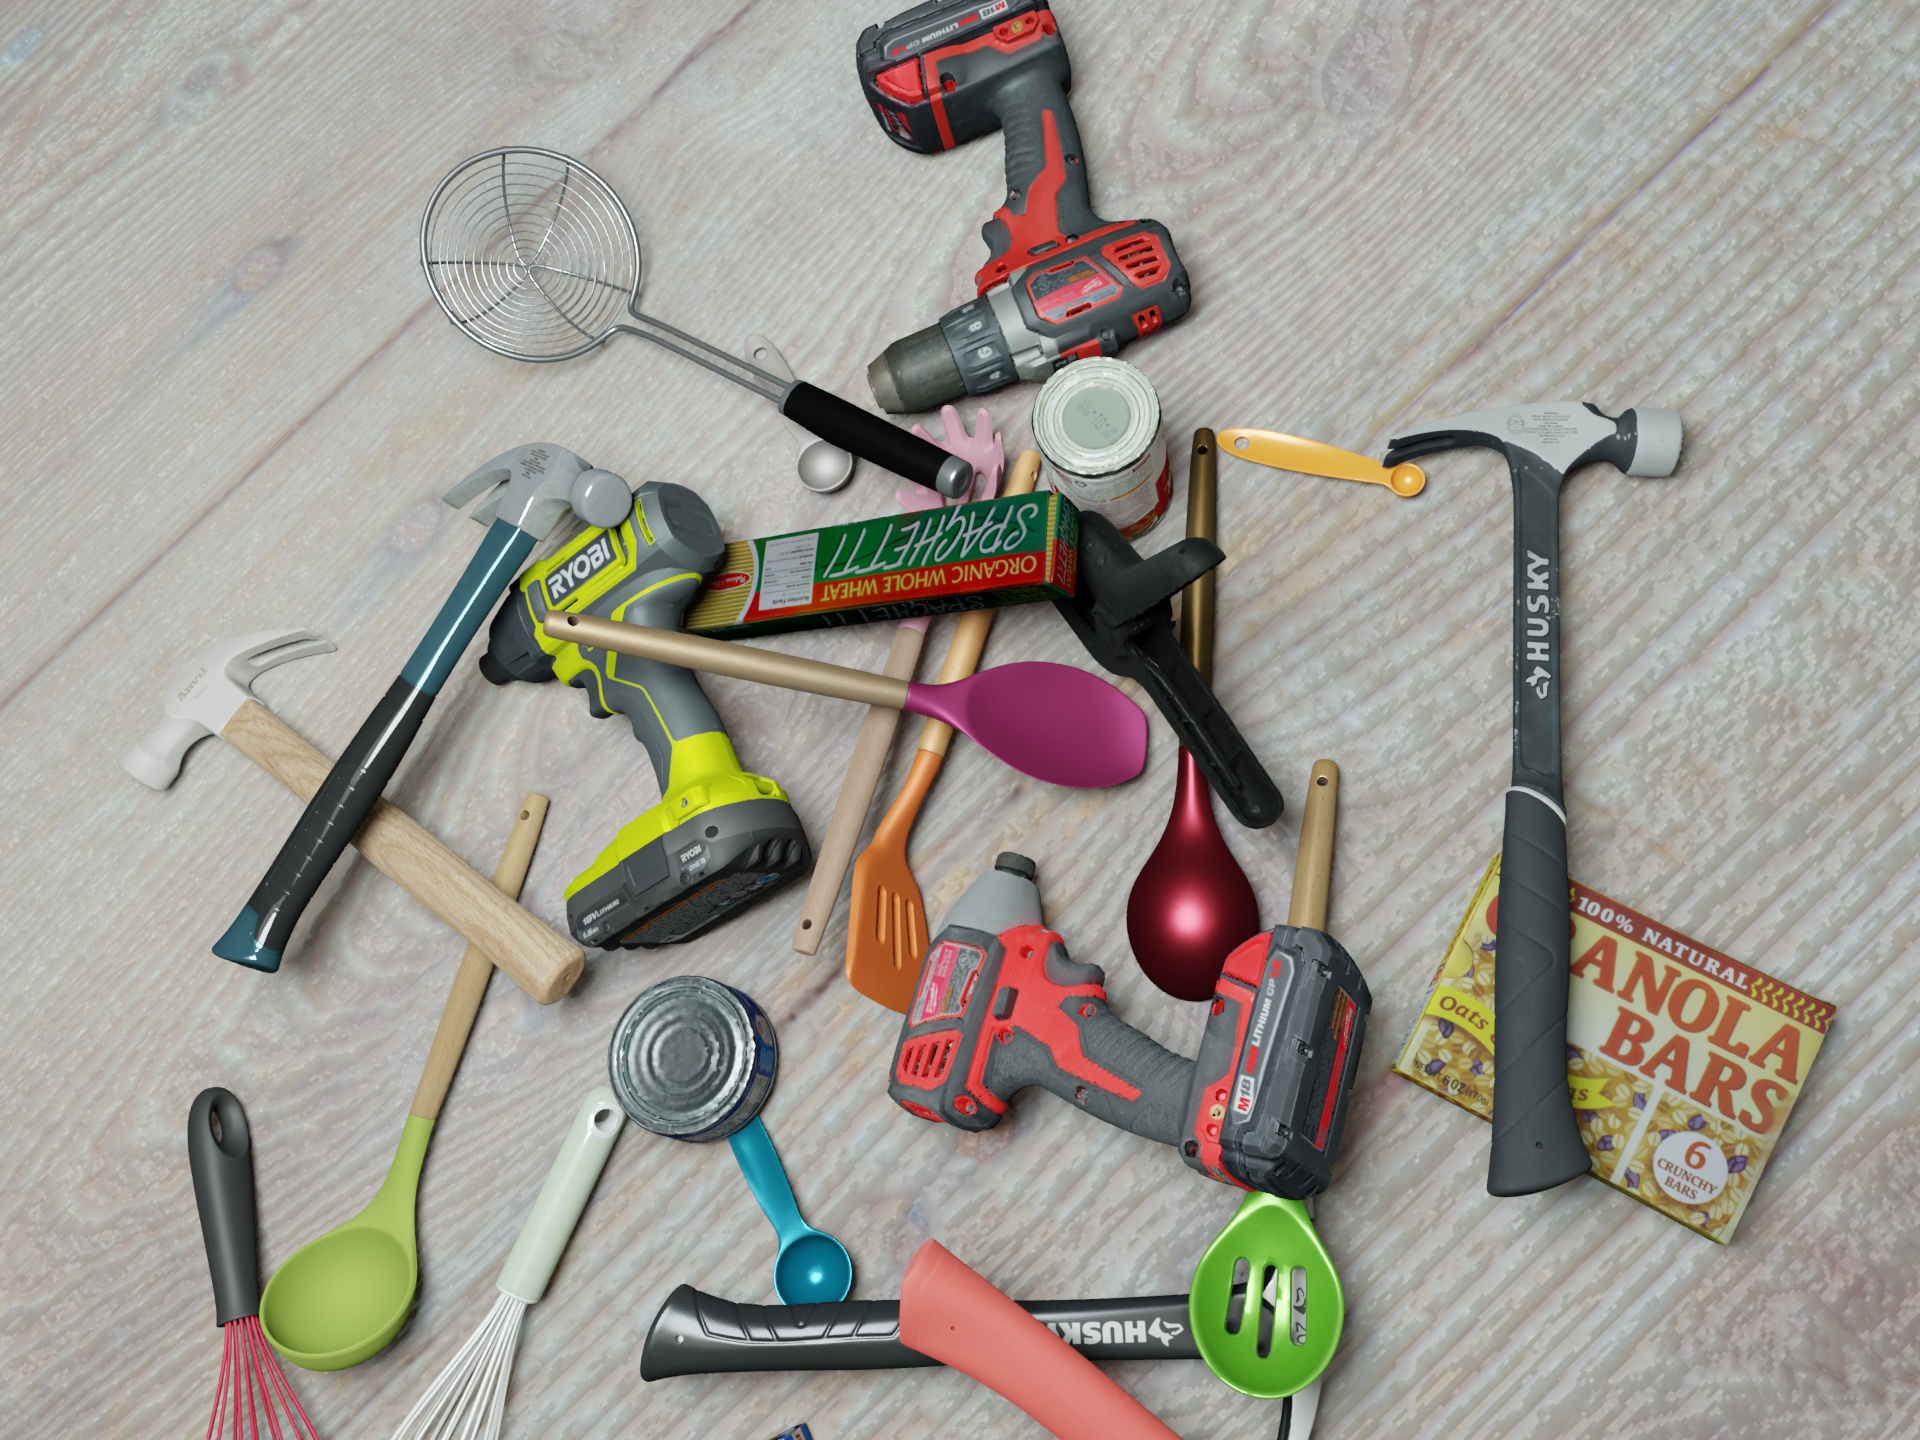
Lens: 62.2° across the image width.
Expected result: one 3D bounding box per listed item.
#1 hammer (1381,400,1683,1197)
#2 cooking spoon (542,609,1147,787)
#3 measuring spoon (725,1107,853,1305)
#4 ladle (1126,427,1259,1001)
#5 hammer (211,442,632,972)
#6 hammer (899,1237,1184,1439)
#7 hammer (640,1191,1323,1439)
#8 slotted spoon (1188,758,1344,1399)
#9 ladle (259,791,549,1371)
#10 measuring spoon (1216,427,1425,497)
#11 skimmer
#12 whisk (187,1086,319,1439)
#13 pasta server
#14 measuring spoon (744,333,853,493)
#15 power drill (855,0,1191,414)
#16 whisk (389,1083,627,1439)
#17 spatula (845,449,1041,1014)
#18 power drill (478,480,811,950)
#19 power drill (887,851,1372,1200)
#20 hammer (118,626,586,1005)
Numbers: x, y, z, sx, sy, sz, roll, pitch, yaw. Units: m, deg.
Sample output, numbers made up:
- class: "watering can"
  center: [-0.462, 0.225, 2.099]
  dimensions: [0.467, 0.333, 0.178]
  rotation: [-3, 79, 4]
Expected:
- class: "hammer"
  center: [0.276, 0.022, 0.776]
  dimensions: [0.149, 0.036, 0.409]
  rotation: [5, 69, 8]
- class: "cooking spoon"
  center: [-0.053, -0.018, 0.820]
  dimensions: [0.318, 0.017, 0.069]
  rotation: [12, 67, -12]
- class: "measuring spoon"
  center: [-0.094, 0.252, 0.837]
  dimensions: [0.042, 0.021, 0.129]
  rotation: [-32, 64, 0]
- class: "ladle"
  center: [0.127, -0.010, 0.851]
  dimensions: [0.069, 0.031, 0.315]
  rotation: [0, 75, 15]
- class: "hammer"
  center: [-0.301, -0.007, 0.862]
  dimensions: [0.128, 0.033, 0.331]
  rotation: [28, 85, 44]
- class: "hammer"
  center: [0.123, 0.354, 0.717]
  dimensions: [0.359, 0.036, 0.149]
  rotation: [38, 94, 5]
- class: "hammer"
  center: [0.010, 0.304, 0.776]
  dimensions: [0.335, 0.035, 0.146]
  rotation: [-3, 76, 3]
- class: "slotted spoon"
  center: [0.163, 0.164, 0.777]
  dimensions: [0.070, 0.031, 0.314]
  rotation: [5, 66, 17]
- class: "ladle"
  center: [-0.290, 0.189, 0.867]
  dimensions: [0.078, 0.062, 0.320]
  rotation: [13, 77, 17]
- class: "measuring spoon"
  center: [0.198, -0.142, 0.879]
  dimensions: [0.117, 0.011, 0.021]
  rotation: [17, 75, 17]
- class: "skimmer"
  center: [-0.152, -0.219, 0.903]
  dimensions: [0.363, 0.090, 0.127]
  rotation: [30, 81, 24]
- class: "whisk"
  center: [-0.381, 0.340, 0.848]
  dimensions: [0.073, 0.073, 0.296]
  rotation: [-20, 69, 5]
- class: "pasta server"
  center: [-0.037, -0.027, 0.857]
  dimensions: [0.060, 0.040, 0.316]
  rotation: [9, 69, 23]
- class: "measuring spoon"
  center: [-0.098, -0.182, 0.943]
  dimensions: [0.034, 0.018, 0.124]
  rotation: [-31, 66, 2]
- class: "power drill"
  center: [0.010, -0.294, 0.917]
  dimensions: [0.188, 0.080, 0.227]
  rotation: [-22, 77, 5]
- class: "whisk"
  center: [-0.236, 0.308, 0.835]
  dimensions: [0.057, 0.059, 0.246]
  rotation: [29, 77, -21]
- class: "spatula"
  center: [-0.001, -0.003, 0.862]
  dimensions: [0.041, 0.081, 0.323]
  rotation: [7, 72, 37]
- class: "power drill"
  center: [-0.181, 0.005, 0.869]
  dimensions: [0.171, 0.080, 0.223]
  rotation: [-32, 69, 26]
- class: "power drill"
  center: [0.076, 0.142, 0.772]
  dimensions: [0.220, 0.078, 0.143]
  rotation: [5, 66, 33]
- class: "hammer"
  center: [-0.336, 0.054, 0.902]
  dimensions: [0.331, 0.031, 0.130]
  rotation: [32, 82, 22]
